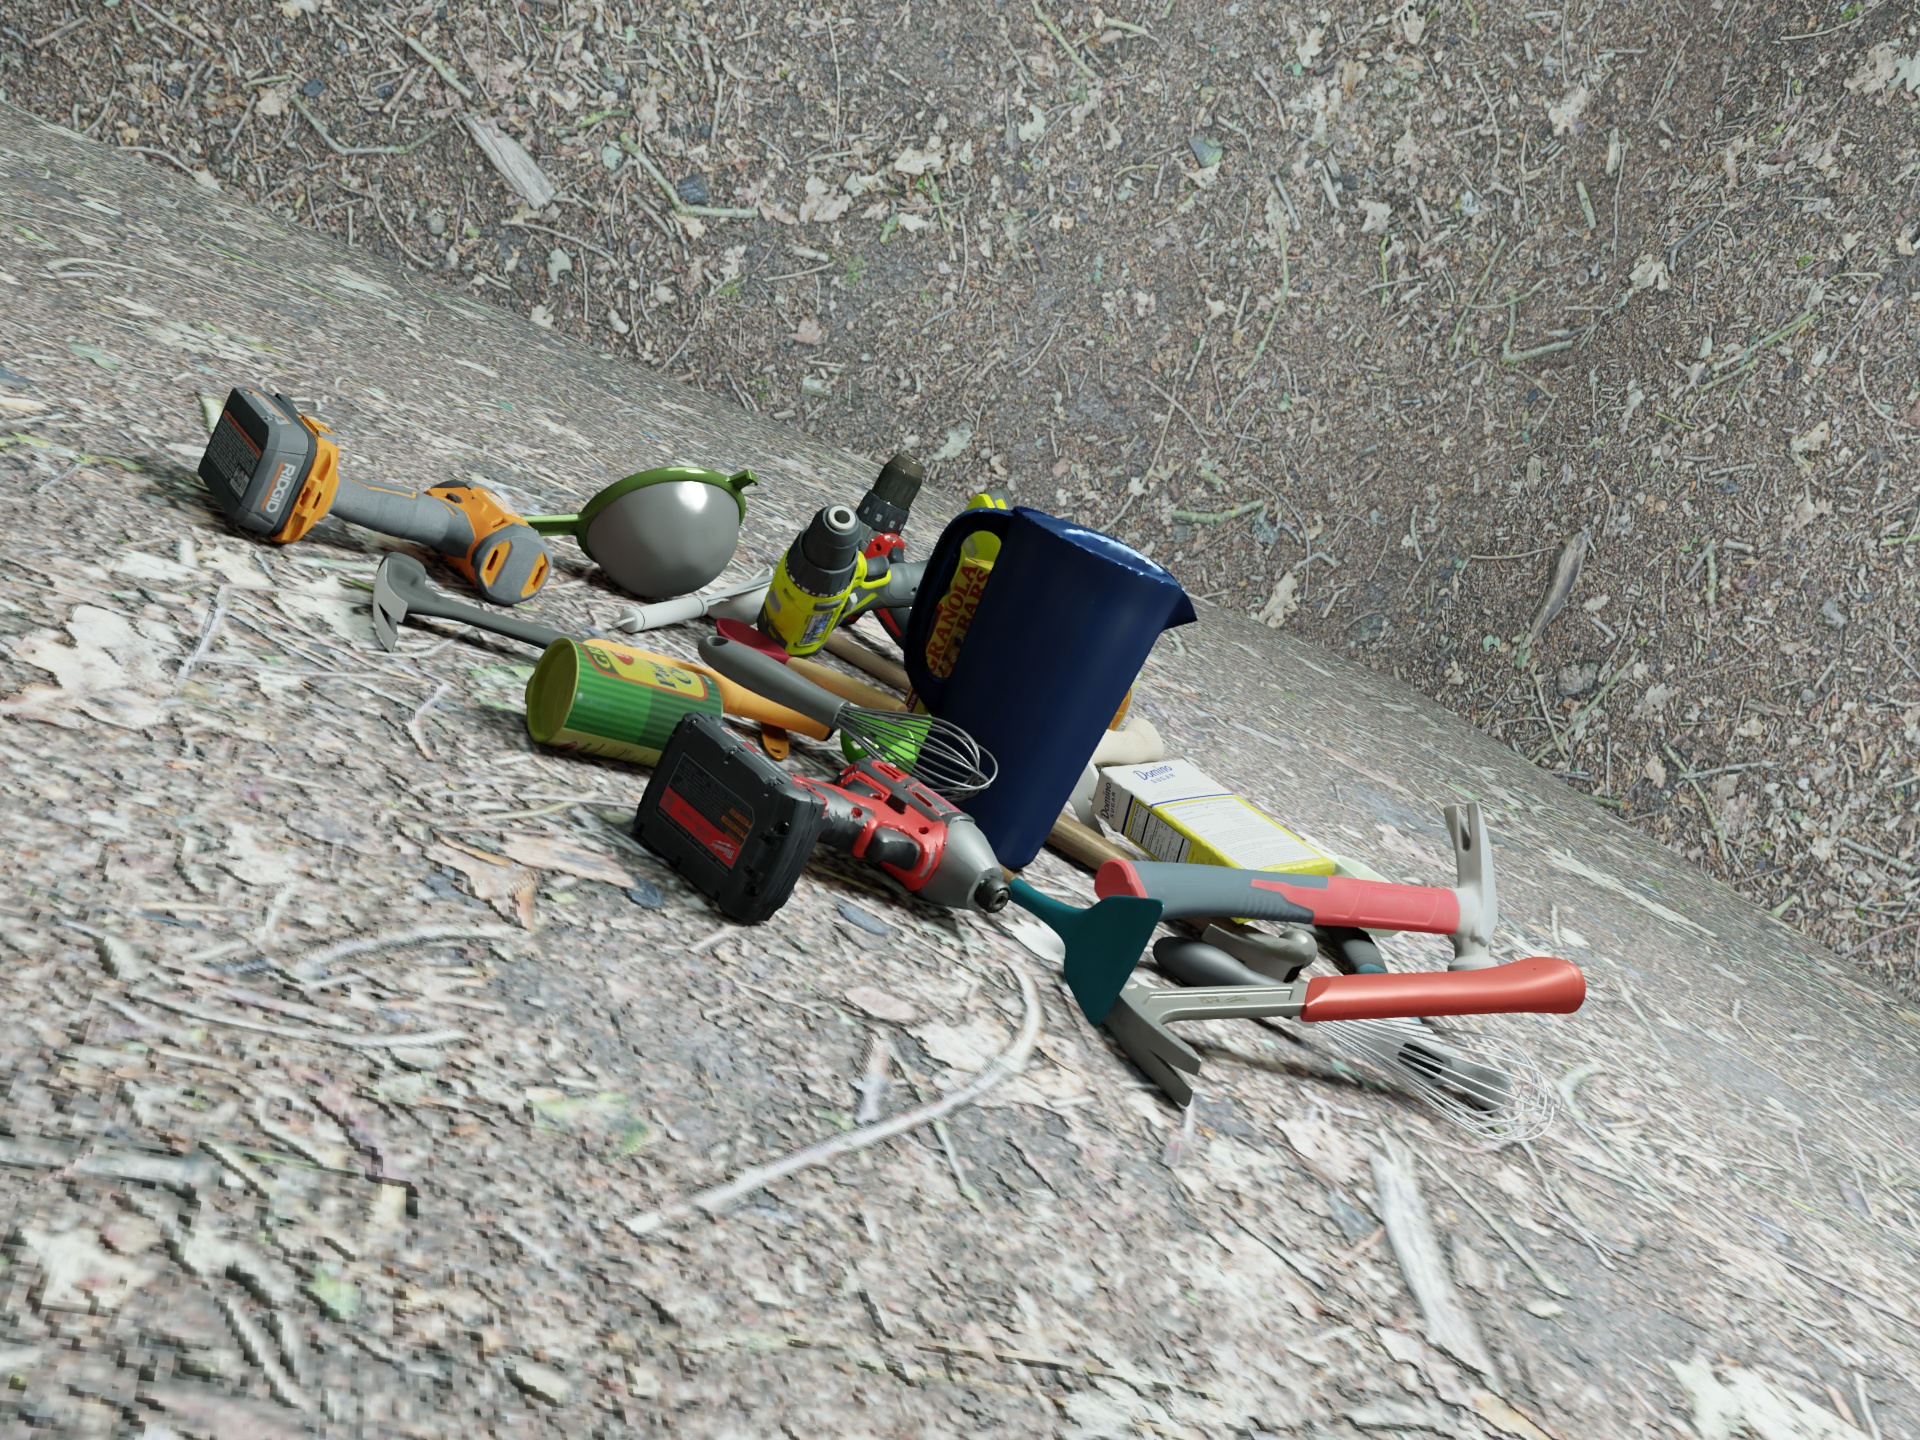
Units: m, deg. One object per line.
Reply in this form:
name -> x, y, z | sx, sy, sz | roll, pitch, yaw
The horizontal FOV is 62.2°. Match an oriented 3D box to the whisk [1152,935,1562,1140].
whisk -> 0.262, 0.205, 1.062 | 0.284, 0.070, 0.070 | 22, 13, 7

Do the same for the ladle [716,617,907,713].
ladle -> -0.118, -0.038, 1.241 | 0.069, 0.031, 0.316 | 21, 1, -32

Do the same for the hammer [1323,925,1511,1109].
hammer -> 0.323, 0.197, 1.250 | 0.128, 0.033, 0.331 | 25, 13, -5

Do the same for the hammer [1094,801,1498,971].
hammer -> 0.251, 0.112, 1.129 | 0.386, 0.143, 0.038 | 9, -17, -35

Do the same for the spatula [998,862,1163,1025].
spatula -> 0.012, 0.093, 1.032 | 0.318, 0.082, 0.044 | 29, 0, 44

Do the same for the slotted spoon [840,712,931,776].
slotted spoon -> -0.002, -0.004, 1.290 | 0.070, 0.031, 0.314 | 51, 34, 11

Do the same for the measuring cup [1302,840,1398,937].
measuring cup -> 0.290, 0.126, 1.293 | 0.167, 0.038, 0.083 | 27, 13, -7

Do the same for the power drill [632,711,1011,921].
power drill -> -0.070, 0.067, 0.947 | 0.143, 0.078, 0.219 | 34, 13, 35

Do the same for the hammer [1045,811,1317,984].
hammer -> 0.112, 0.106, 1.217 | 0.331, 0.031, 0.130 | 30, 13, 22

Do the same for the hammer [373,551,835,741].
hammer -> -0.238, -0.040, 1.114 | 0.336, 0.034, 0.127 | 17, 15, -25

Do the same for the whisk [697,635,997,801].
whisk -> -0.082, -0.006, 1.094 | 0.239, 0.055, 0.055 | 26, 13, 17

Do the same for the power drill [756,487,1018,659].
power drill -> -0.054, -0.135, 1.380 | 0.228, 0.190, 0.080 | -13, 68, -27

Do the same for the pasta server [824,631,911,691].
pasta server -> -0.055, -0.047, 1.495 | 0.316, 0.040, 0.060 | 28, 24, 17

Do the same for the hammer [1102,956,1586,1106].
hammer -> 0.254, 0.179, 1.001 | 0.359, 0.036, 0.149 | 3, 20, -24

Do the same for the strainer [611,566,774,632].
strainer -> -0.224, -0.096, 1.372 | 0.087, 0.050, 0.258 | -12, 5, 24

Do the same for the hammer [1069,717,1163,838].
hammer -> 0.145, 0.034, 1.481 | 0.146, 0.038, 0.410 | 64, 15, 9

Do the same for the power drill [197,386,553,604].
power drill -> -0.432, -0.166, 1.179 | 0.226, 0.084, 0.164 | 18, 14, -45

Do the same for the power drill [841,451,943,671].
power drill -> -0.043, -0.147, 1.593 | 0.227, 0.188, 0.080 | 40, 17, 35

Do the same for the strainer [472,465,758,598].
strainer -> -0.298, -0.146, 1.353 | 0.256, 0.151, 0.069 | -6, 64, -31

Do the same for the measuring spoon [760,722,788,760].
measuring spoon -> -0.142, 0.008, 1.190 | 0.021, 0.011, 0.117 | 19, 18, -17
